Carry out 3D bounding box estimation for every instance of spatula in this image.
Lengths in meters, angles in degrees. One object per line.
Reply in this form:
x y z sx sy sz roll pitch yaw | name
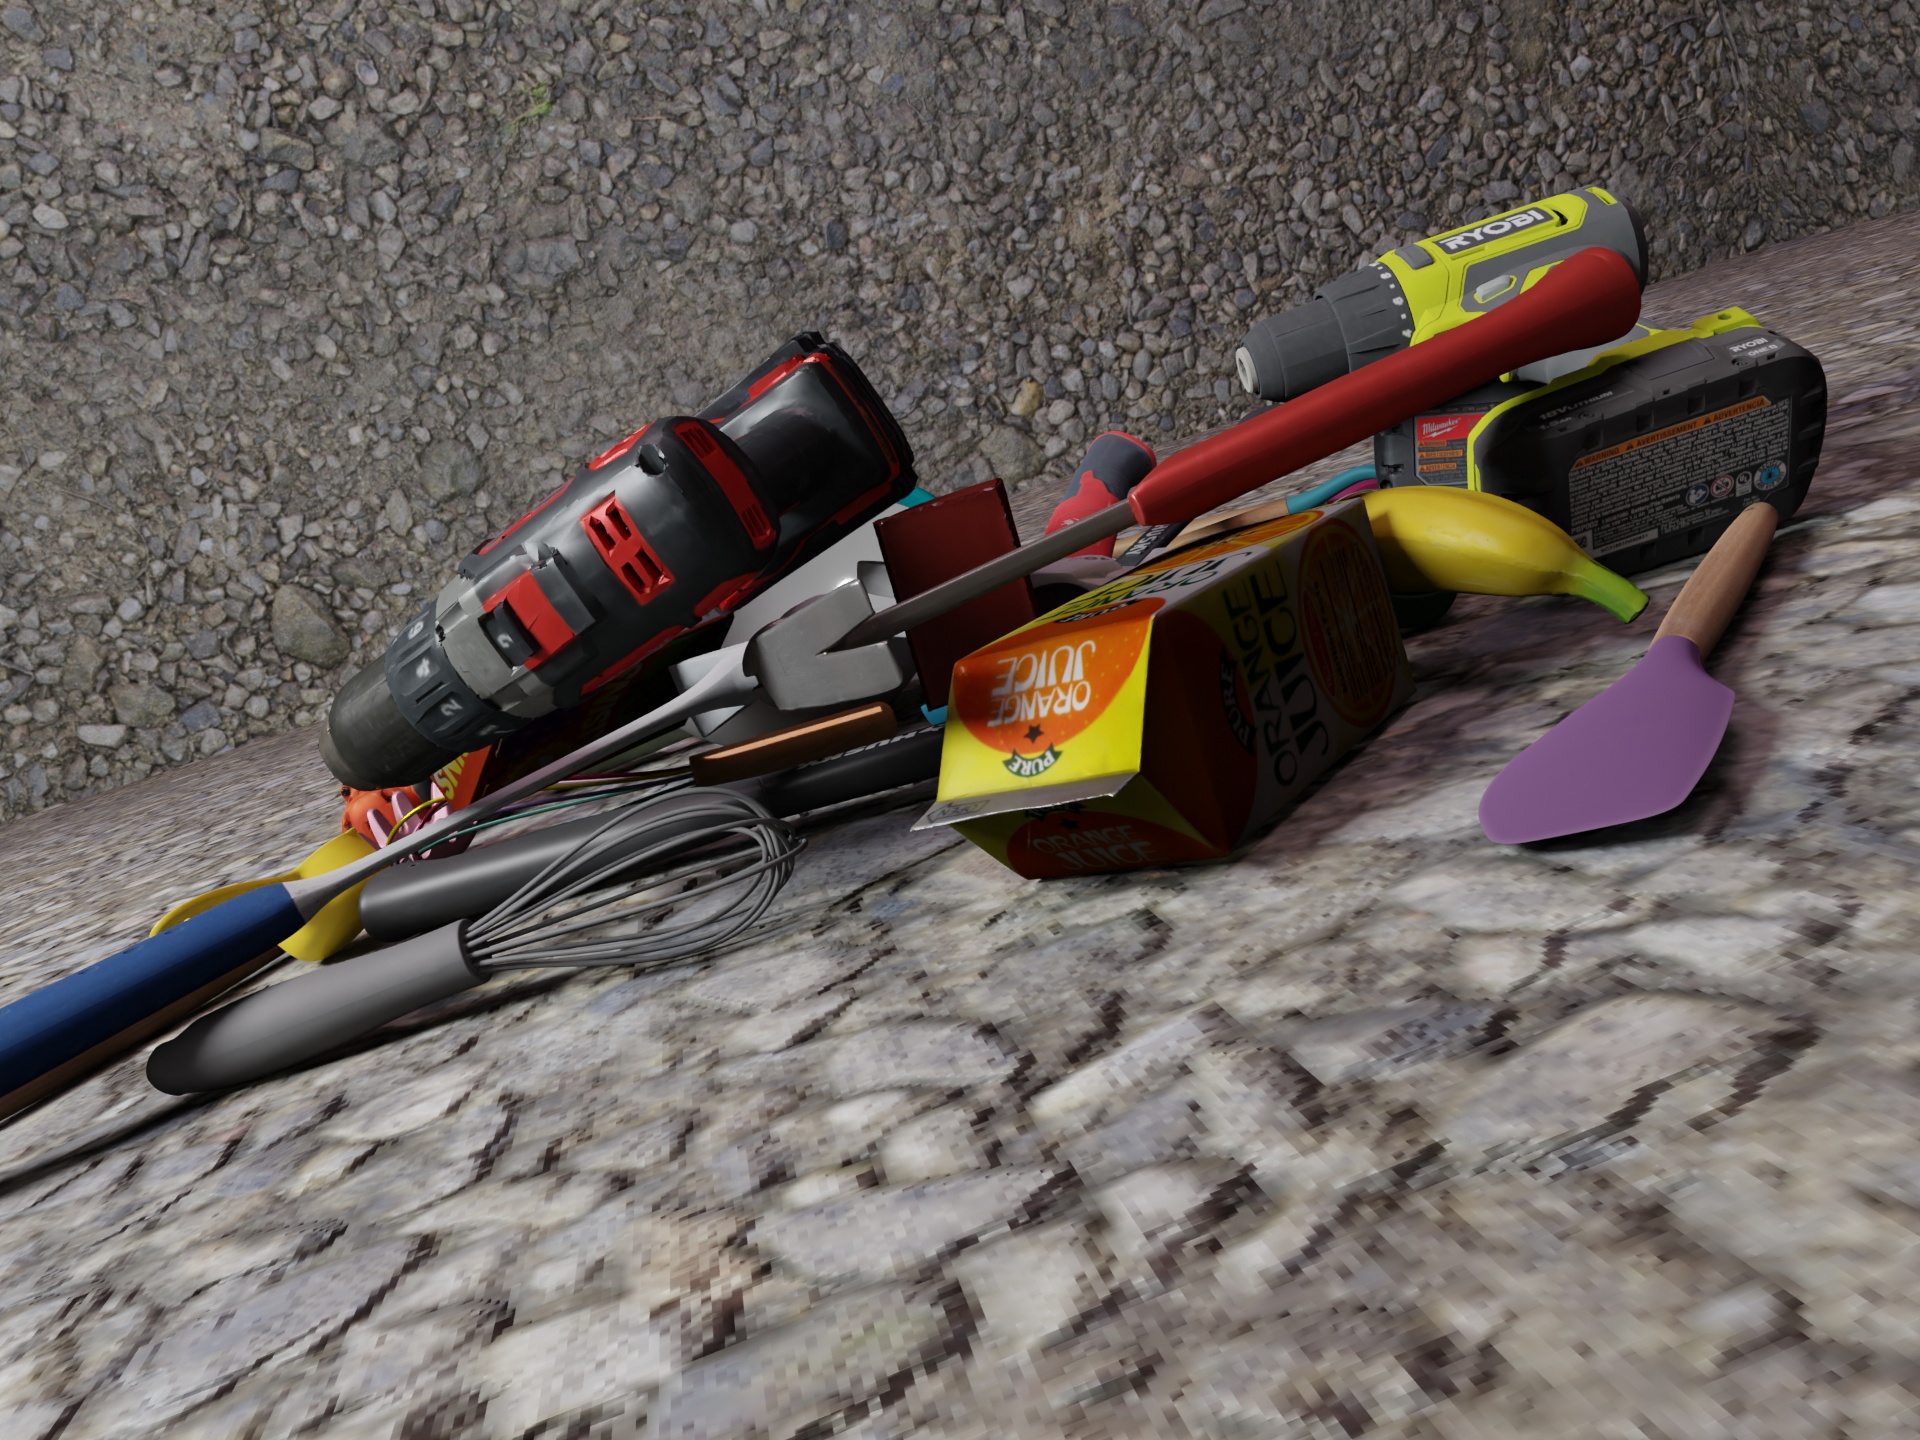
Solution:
0.191 -0.116 1.023 0.317 0.044 0.082 -19 11 23 | spatula
0.221 -0.026 0.487 0.060 0.018 0.316 -17 9 38 | spatula

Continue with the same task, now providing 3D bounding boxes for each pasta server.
-0.315 0.093 0.717 0.060 0.040 0.316 -9 14 21 | pasta server

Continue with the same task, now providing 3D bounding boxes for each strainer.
-0.152 -0.023 0.866 0.340 0.095 0.211 -25 36 -16 | strainer

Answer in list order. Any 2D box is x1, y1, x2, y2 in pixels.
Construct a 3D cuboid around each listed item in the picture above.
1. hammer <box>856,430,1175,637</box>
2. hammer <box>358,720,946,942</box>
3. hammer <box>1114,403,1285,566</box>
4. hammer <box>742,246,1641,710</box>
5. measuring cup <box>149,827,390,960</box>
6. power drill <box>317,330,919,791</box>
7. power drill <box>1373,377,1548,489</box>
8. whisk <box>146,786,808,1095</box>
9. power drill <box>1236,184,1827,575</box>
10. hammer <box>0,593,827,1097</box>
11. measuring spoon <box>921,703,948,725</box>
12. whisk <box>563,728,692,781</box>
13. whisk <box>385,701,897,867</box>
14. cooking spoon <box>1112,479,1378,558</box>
0.052 -0.107 0.837 0.143 0.038 0.386 0 18 9 | hammer
-0.091 0.036 0.644 0.335 0.035 0.146 -16 9 11 | hammer
0.150 -0.139 0.999 0.149 0.036 0.409 -9 19 30 | hammer
0.098 -0.090 0.542 0.359 0.036 0.149 -26 6 -18 | hammer
-0.274 0.079 0.642 0.062 0.029 0.156 -51 -1 2 | measuring cup
-0.123 -0.059 0.597 0.188 0.080 0.227 -31 10 24 | power drill
0.298 -0.161 0.882 0.143 0.078 0.219 0 13 24 | power drill
-0.162 0.078 0.524 0.239 0.055 0.055 -21 9 6 | whisk
0.240 -0.152 0.699 0.190 0.080 0.229 -18 36 2 | power drill
-0.222 0.060 0.555 0.405 0.035 0.144 -29 7 -26 | hammer
-0.001 -0.002 0.770 0.042 0.021 0.128 -19 1 -8 | measuring spoon
-0.141 -0.013 0.976 0.246 0.058 0.059 -22 -30 -2 | whisk
-0.147 0.031 0.751 0.245 0.047 0.051 -17 8 -12 | whisk
0.241 -0.152 1.136 0.319 0.017 0.069 -9 12 38 | cooking spoon
